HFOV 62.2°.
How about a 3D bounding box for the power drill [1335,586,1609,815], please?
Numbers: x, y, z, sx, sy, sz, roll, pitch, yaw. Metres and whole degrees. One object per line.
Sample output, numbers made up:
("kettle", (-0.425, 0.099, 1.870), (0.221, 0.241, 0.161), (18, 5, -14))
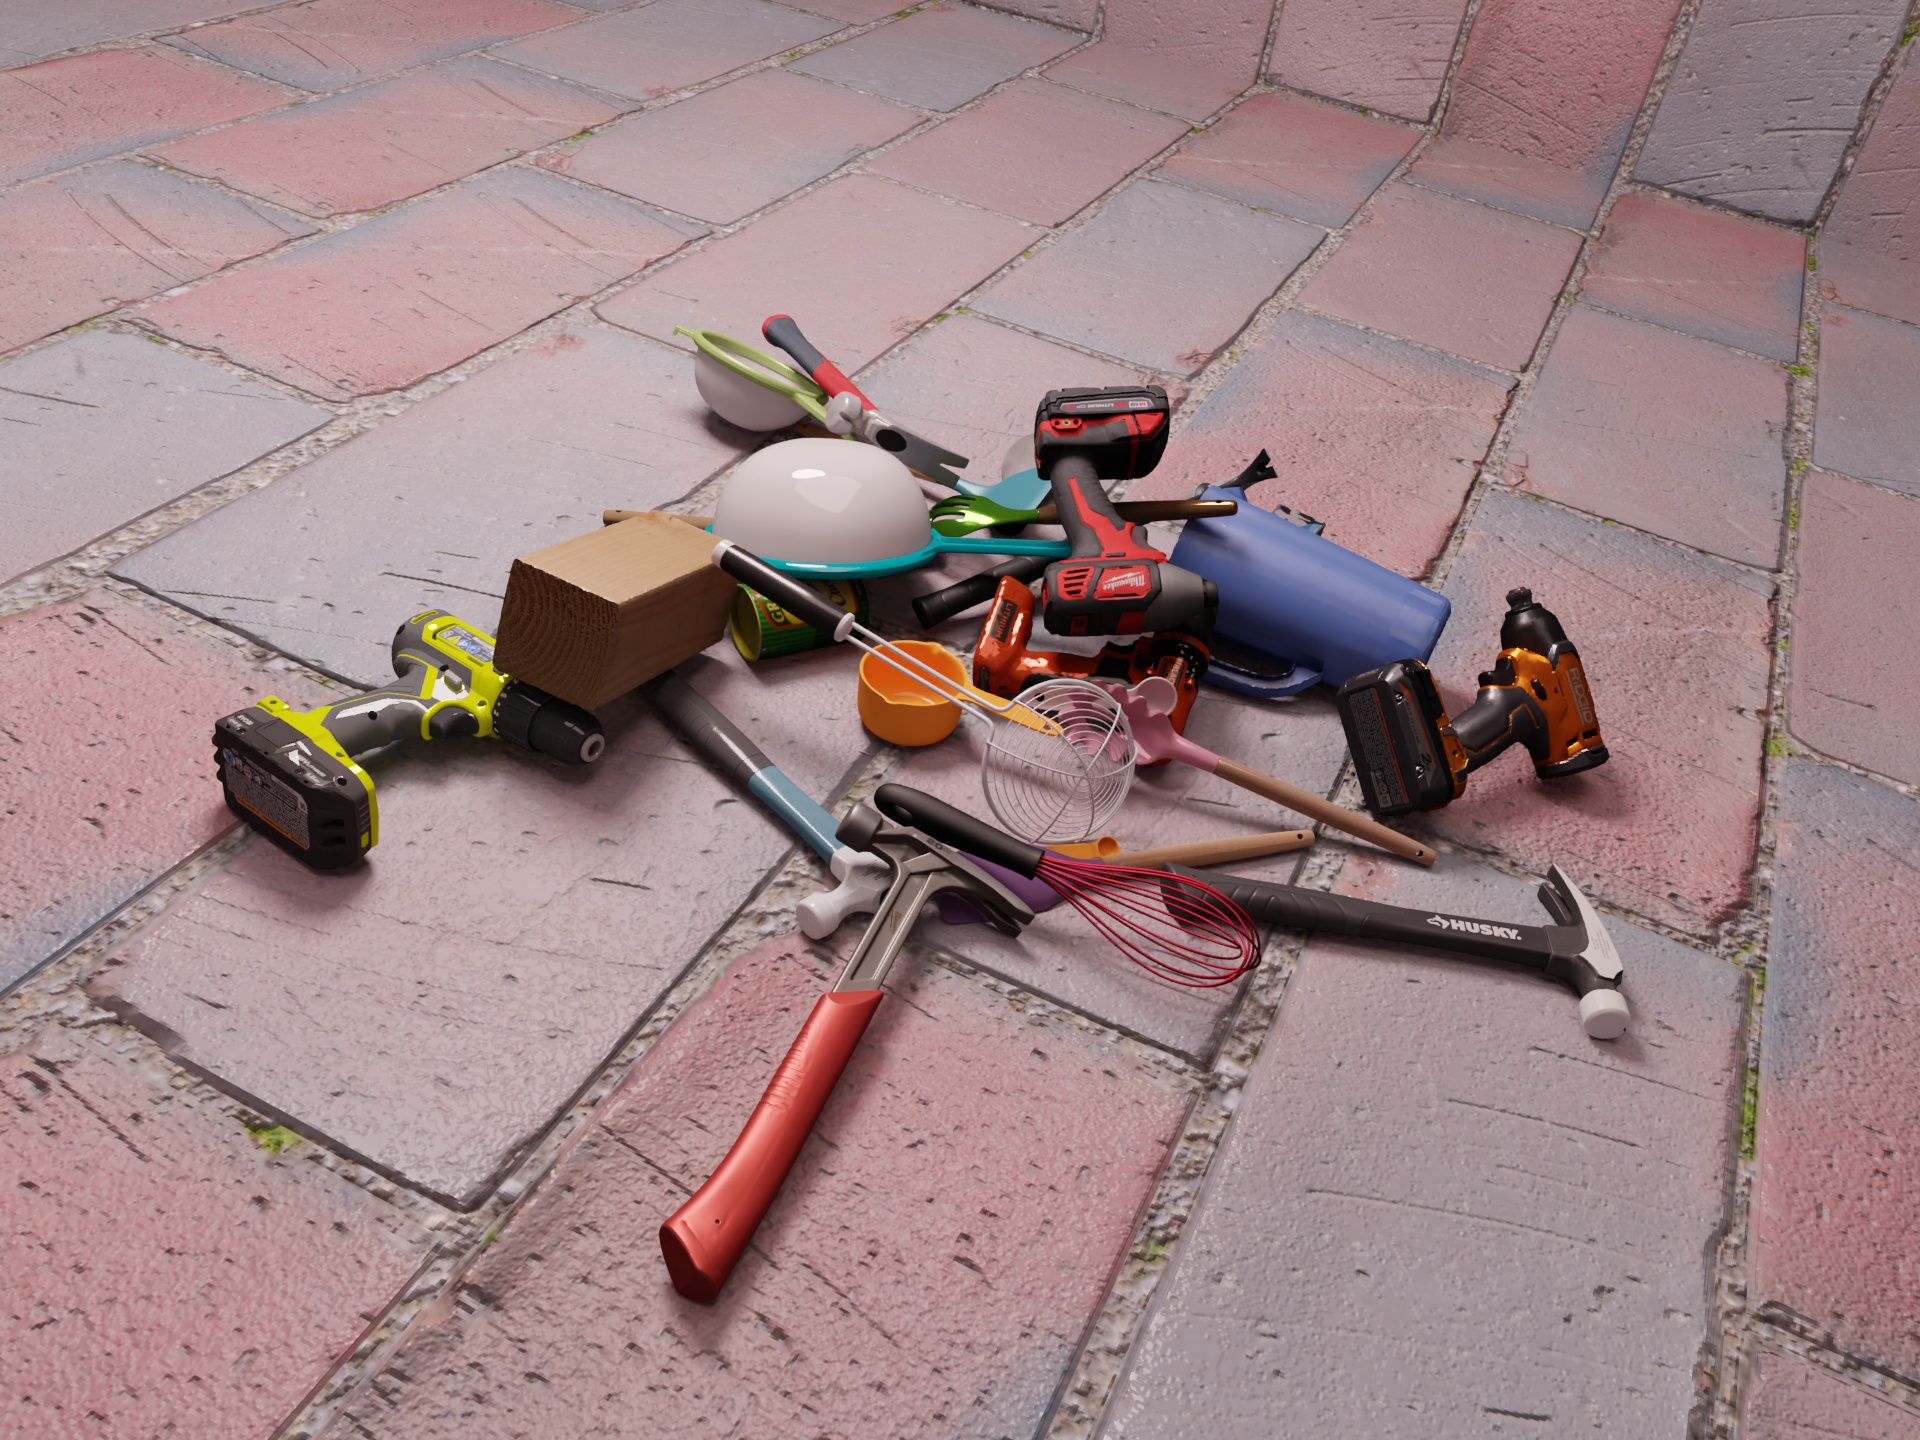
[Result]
("power drill", (0.425, -0.017, 1.312), (0.226, 0.084, 0.164), (-13, 85, -26))

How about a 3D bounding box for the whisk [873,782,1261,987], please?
("whisk", (0.072, 0.111, 1.118), (0.296, 0.073, 0.073), (24, 39, 10))

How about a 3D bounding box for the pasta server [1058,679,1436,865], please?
("pasta server", (0.225, 0.047, 1.242), (0.316, 0.060, 0.040), (24, 8, 1))

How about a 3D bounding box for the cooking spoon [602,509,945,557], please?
("cooking spoon", (-0.171, -0.175, 1.483), (0.319, 0.017, 0.069), (5, 31, -8))

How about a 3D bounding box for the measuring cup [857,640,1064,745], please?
("measuring cup", (-0.002, -0.004, 1.276), (0.173, 0.052, 0.095), (22, 39, 12))

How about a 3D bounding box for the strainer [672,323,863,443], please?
("strainer", (-0.181, -0.308, 1.603), (0.257, 0.069, 0.151), (40, 20, 32))

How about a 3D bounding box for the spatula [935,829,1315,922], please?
("spatula", (0.128, 0.105, 1.187), (0.315, 0.018, 0.060), (-5, 64, -21))

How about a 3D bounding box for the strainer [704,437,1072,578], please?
("strainer", (-0.057, -0.192, 1.382), (0.340, 0.095, 0.211), (3, 21, 5))

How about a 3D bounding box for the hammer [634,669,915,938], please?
("hammer", (-0.159, 0.036, 1.202), (0.128, 0.033, 0.331), (-25, 49, -36))

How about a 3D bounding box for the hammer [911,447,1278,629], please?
("hammer", (0.125, -0.166, 1.479), (0.409, 0.149, 0.036), (-25, 90, -29))

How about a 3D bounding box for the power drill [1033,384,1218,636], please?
("power drill", (0.133, -0.170, 1.328), (0.143, 0.078, 0.220), (-3, 62, -2))

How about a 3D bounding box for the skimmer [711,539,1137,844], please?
("skimmer", (-0.033, -0.034, 1.222), (0.363, 0.127, 0.090), (31, -3, 14))

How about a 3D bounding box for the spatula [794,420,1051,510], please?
("spatula", (-0.042, -0.258, 1.577), (0.318, 0.044, 0.082), (23, 64, 27))

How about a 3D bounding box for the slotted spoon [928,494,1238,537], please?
("slotted spoon", (0.097, -0.186, 1.429), (0.314, 0.031, 0.070), (2, 44, 28))

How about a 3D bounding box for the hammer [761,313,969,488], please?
("hammer", (-0.116, -0.334, 1.596), (0.143, 0.038, 0.387), (22, 17, -31))

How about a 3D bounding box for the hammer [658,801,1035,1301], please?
("hammer", (-0.074, 0.203, 0.988), (0.149, 0.036, 0.359), (33, 43, -3))

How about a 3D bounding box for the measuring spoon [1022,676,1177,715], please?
("measuring spoon", (0.111, -0.020, 1.270), (0.124, 0.034, 0.018), (0, 17, 6))

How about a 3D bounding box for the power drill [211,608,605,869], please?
("power drill", (-0.391, 0.012, 1.146), (0.191, 0.080, 0.228), (28, 38, 23))

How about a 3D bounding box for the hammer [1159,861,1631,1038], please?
("hammer", (0.313, 0.144, 1.170), (0.335, 0.035, 0.146), (10, 38, 0))

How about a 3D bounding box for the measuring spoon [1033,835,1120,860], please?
("measuring spoon", (0.065, 0.104, 1.185), (0.117, 0.011, 0.021), (-8, 71, -19))
